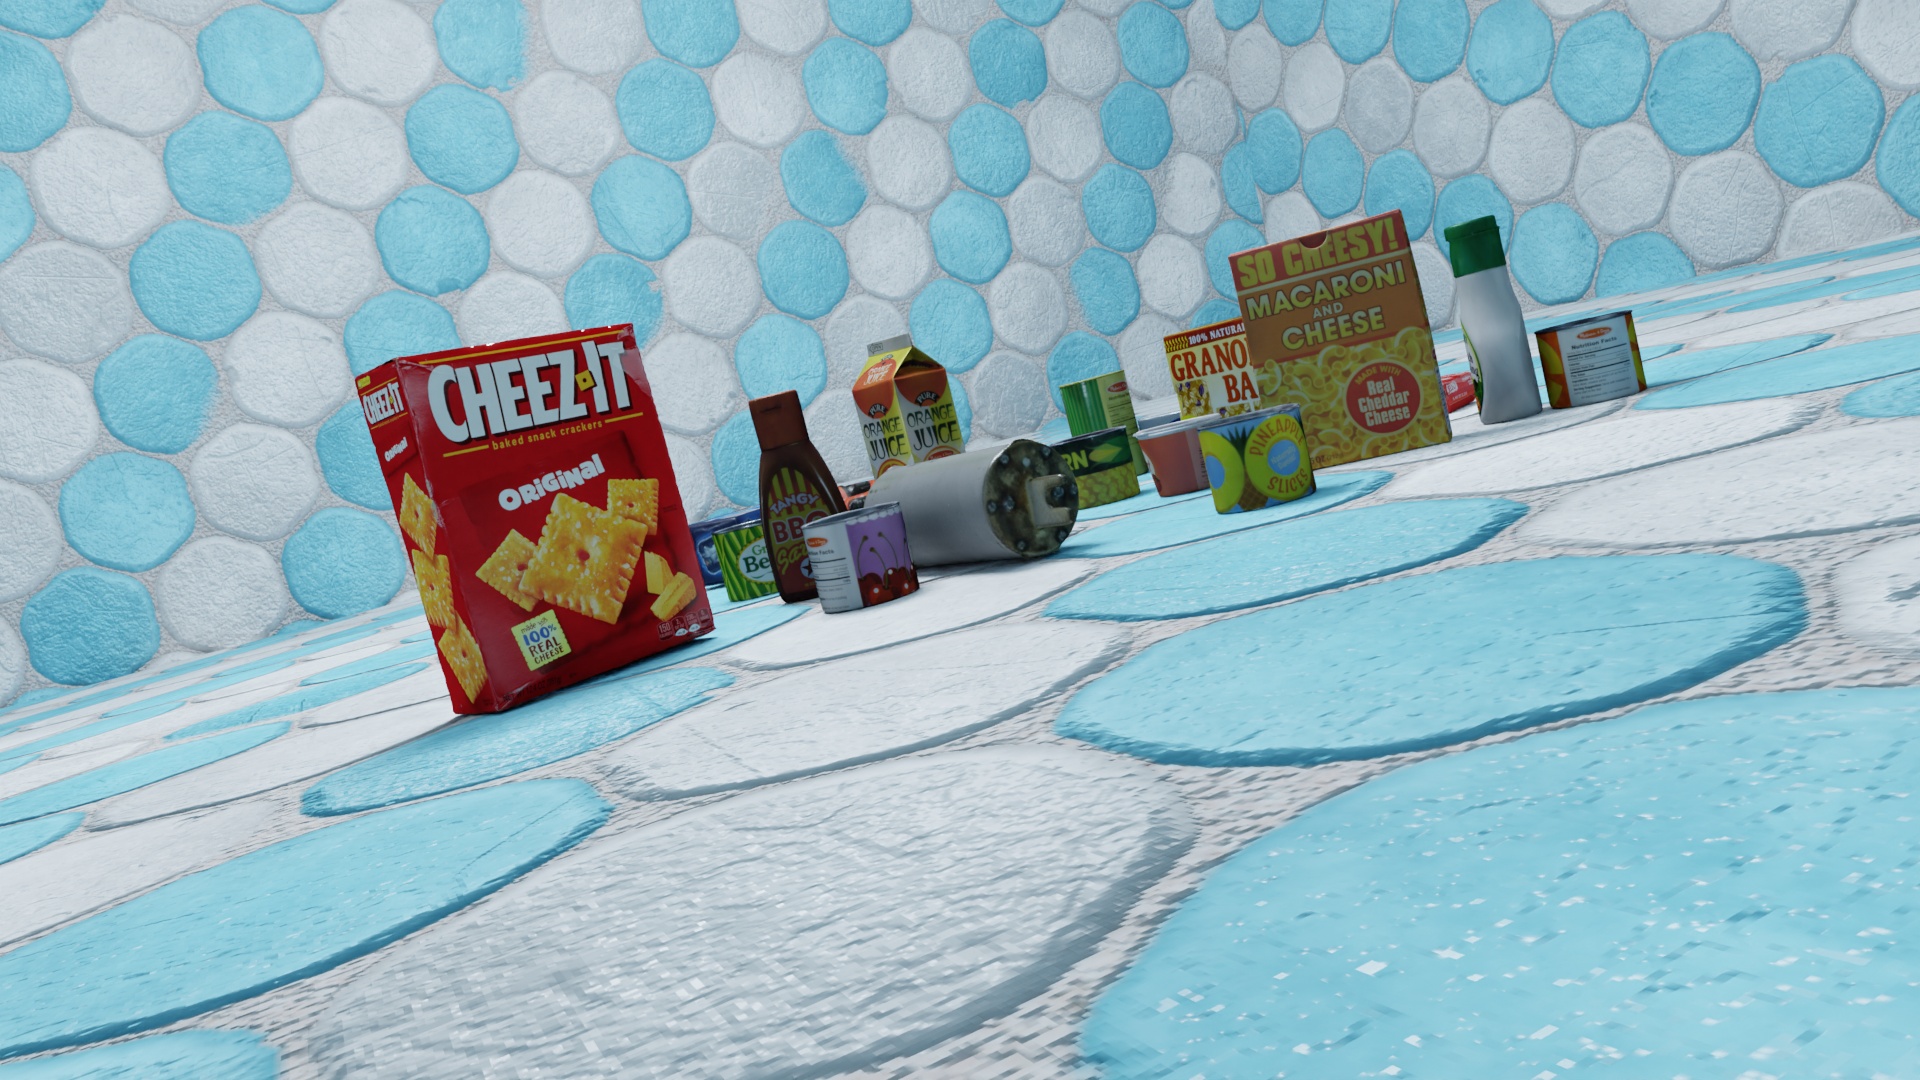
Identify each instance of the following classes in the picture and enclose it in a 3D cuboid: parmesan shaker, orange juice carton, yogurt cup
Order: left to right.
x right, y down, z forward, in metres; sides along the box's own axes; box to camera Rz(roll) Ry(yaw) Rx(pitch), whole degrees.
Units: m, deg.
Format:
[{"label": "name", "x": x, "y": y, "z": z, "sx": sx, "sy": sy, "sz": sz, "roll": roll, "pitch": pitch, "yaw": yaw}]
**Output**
[{"label": "orange juice carton", "x": -0.051, "y": -0.113, "z": 1.421, "sx": 0.073, "sy": 0.192, "sz": 0.071, "roll": -18, "pitch": 6, "yaw": -40}, {"label": "parmesan shaker", "x": 0.138, "y": -0.109, "z": 1.360, "sx": 0.071, "sy": 0.103, "sz": 0.071, "roll": -14, "pitch": 5, "yaw": 1}, {"label": "yogurt cup", "x": 0.176, "y": -0.066, "z": 1.086, "sx": 0.072, "sy": 0.054, "sz": 0.072, "roll": -14, "pitch": 5, "yaw": 1}]

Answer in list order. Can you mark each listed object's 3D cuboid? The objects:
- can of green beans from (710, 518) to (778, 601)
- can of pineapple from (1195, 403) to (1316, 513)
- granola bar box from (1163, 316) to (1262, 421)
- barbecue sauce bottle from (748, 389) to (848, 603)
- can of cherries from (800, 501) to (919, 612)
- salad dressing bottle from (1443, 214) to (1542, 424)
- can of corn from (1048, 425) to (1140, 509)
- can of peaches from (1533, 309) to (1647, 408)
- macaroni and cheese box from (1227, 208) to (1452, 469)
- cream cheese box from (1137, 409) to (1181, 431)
[{"label": "can of green beans", "x": -0.163, "y": 0.013, "z": 1.125, "sx": 0.071, "sy": 0.057, "sz": 0.071, "roll": -14, "pitch": 5, "yaw": 1}, {"label": "can of pineapple", "x": 0.190, "y": -0.052, "z": 0.888, "sx": 0.071, "sy": 0.058, "sz": 0.071, "roll": -14, "pitch": 5, "yaw": 1}, {"label": "granola bar box", "x": 0.249, "y": -0.133, "z": 1.210, "sx": 0.039, "sy": 0.124, "sz": 0.165, "roll": -16, "pitch": 6, "yaw": -25}, {"label": "barbecue sauce bottle", "x": -0.117, "y": -0.033, "z": 1.002, "sx": 0.065, "sy": 0.148, "sz": 0.044, "roll": -14, "pitch": 5, "yaw": 7}, {"label": "can of cherries", "x": -0.062, "y": 0.010, "z": 0.897, "sx": 0.071, "sy": 0.058, "sz": 0.071, "roll": -14, "pitch": 5, "yaw": 1}, {"label": "salad dressing bottle", "x": 0.387, "y": -0.161, "z": 1.014, "sx": 0.044, "sy": 0.147, "sz": 0.064, "roll": -12, "pitch": 5, "yaw": 22}, {"label": "can of corn", "x": 0.111, "y": -0.060, "z": 1.167, "sx": 0.071, "sy": 0.058, "sz": 0.071, "roll": -14, "pitch": 5, "yaw": 1}, {"label": "can of peaches", "x": 0.455, "y": -0.131, "z": 1.003, "sx": 0.071, "sy": 0.058, "sz": 0.071, "roll": -14, "pitch": 5, "yaw": 1}, {"label": "macaroni and cheese box", "x": 0.273, "y": -0.140, "z": 0.998, "sx": 0.123, "sy": 0.166, "sz": 0.040, "roll": -12, "pitch": 5, "yaw": 23}, {"label": "cream cheese box", "x": 0.224, "y": -0.101, "z": 1.324, "sx": 0.103, "sy": 0.053, "sz": 0.024, "roll": -11, "pitch": 6, "yaw": 32}]
